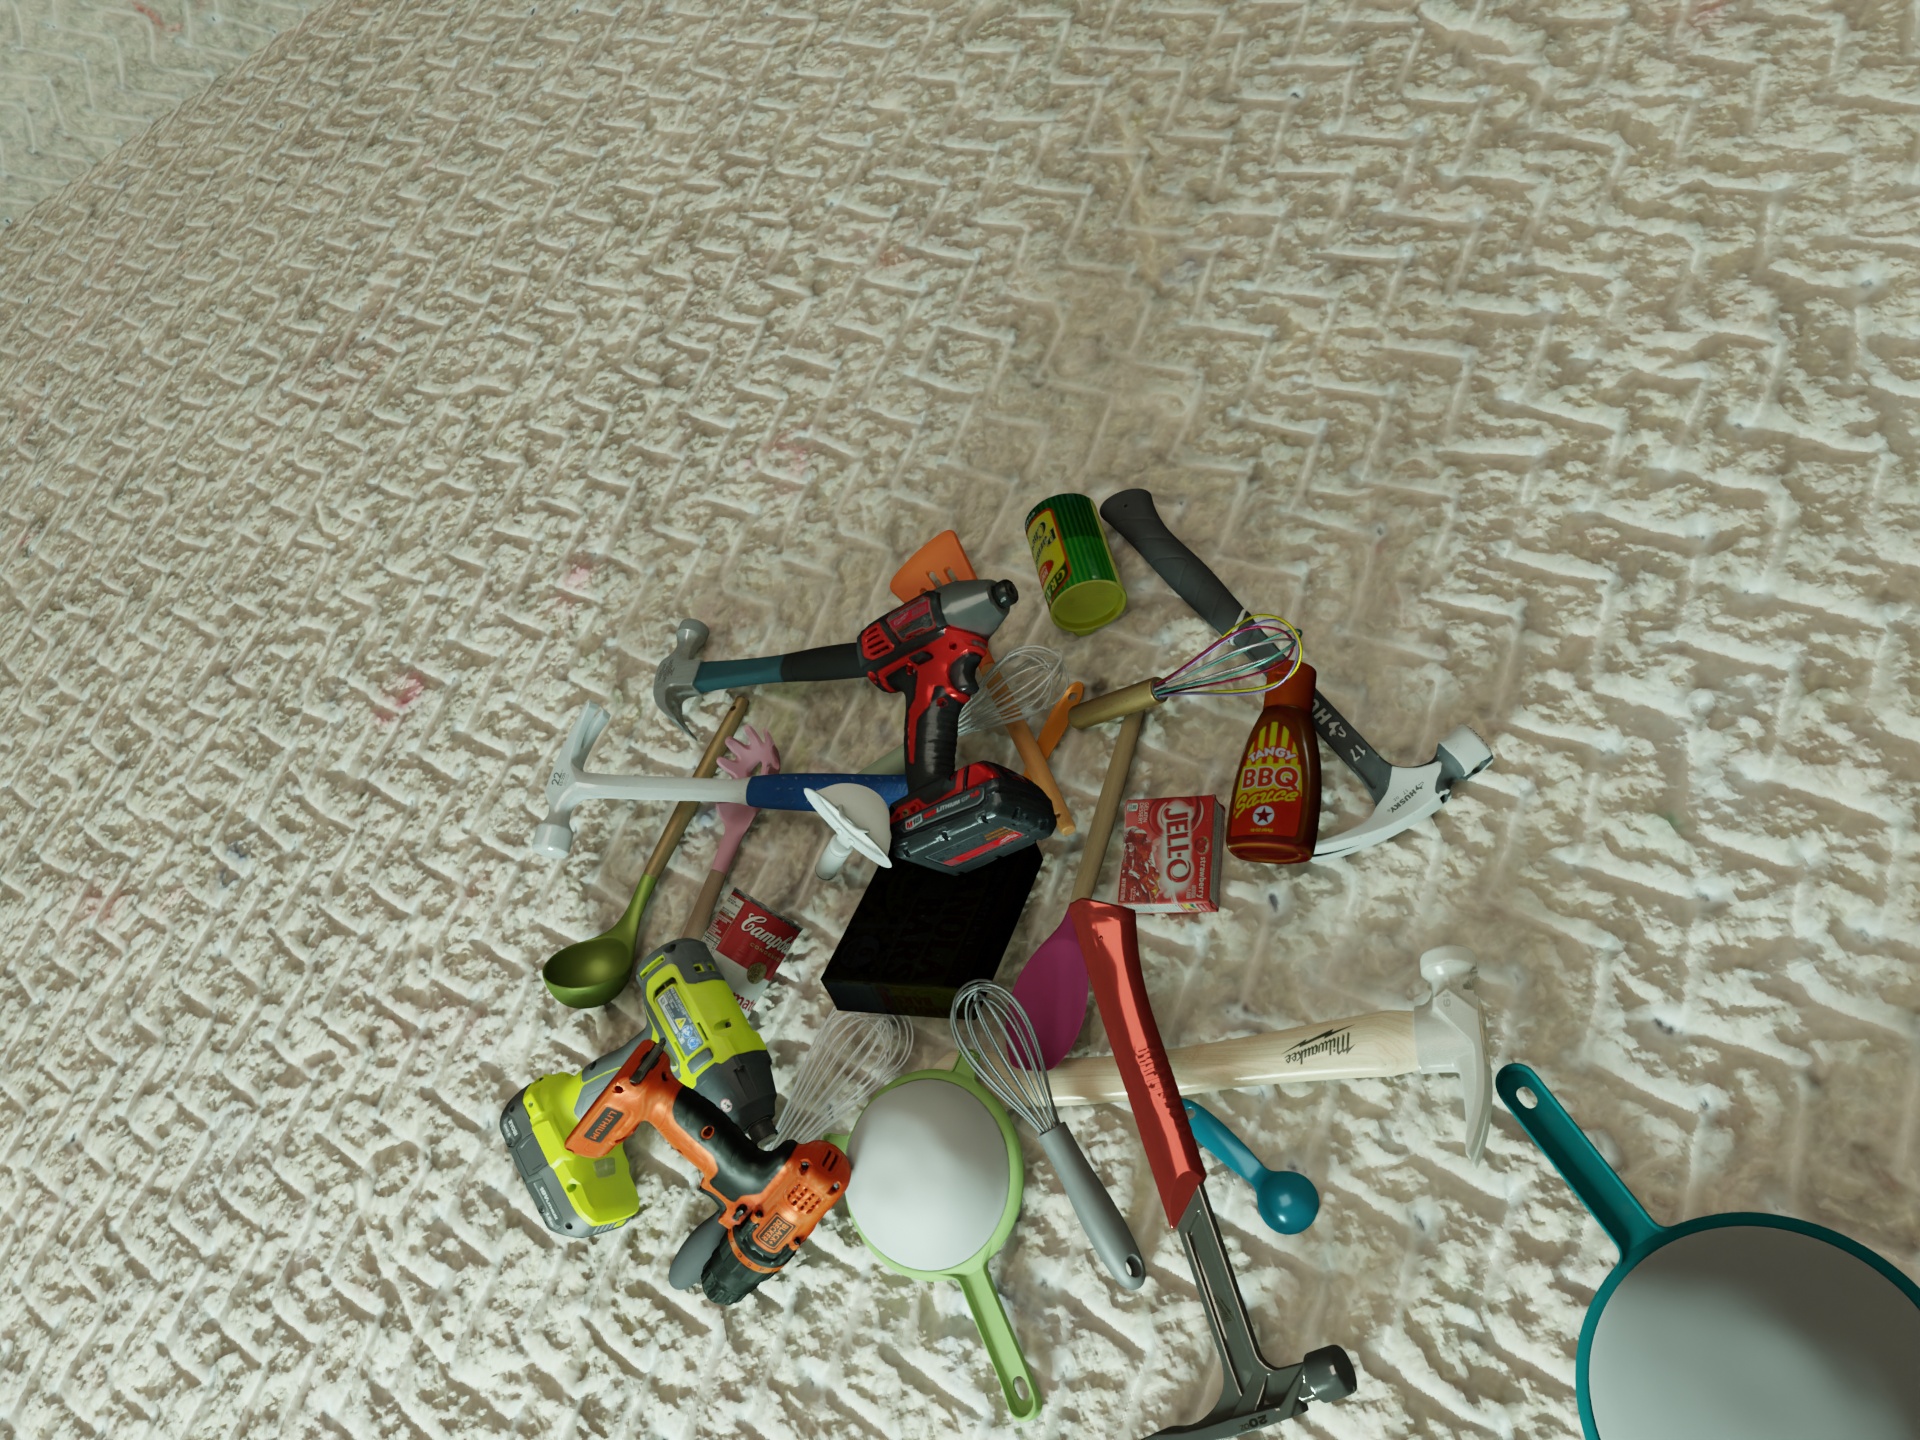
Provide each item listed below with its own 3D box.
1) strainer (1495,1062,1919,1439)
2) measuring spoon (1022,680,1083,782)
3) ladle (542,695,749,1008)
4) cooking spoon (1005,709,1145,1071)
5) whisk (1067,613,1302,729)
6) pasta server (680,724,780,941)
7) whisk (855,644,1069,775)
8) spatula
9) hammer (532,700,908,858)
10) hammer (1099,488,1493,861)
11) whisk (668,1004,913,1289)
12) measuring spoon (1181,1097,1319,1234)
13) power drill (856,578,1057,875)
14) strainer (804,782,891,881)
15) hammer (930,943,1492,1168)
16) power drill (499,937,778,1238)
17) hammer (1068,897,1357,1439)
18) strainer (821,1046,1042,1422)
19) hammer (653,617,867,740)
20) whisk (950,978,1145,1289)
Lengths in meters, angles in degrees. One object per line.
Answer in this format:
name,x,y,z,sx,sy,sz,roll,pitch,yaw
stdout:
strainer,0.419,0.330,0.916,0.211,0.095,0.341,-37,55,6
measuring spoon,0.075,0.018,1.323,0.021,0.011,0.117,16,70,36
ladle,-0.273,0.112,1.429,0.078,0.062,0.320,13,69,34
cooking spoon,0.098,0.120,1.226,0.069,0.017,0.319,-3,56,37
whisk,0.168,-0.033,1.225,0.245,0.047,0.051,-20,30,50
pasta server,-0.226,0.155,1.390,0.060,0.040,0.316,10,71,32
whisk,-0.009,0.008,1.322,0.246,0.057,0.059,-32,22,29
spatula,0.026,-0.030,1.346,0.081,0.041,0.323,-40,49,18
hammer,-0.189,0.055,1.375,0.405,0.035,0.144,0,68,25
hammer,0.230,-0.058,1.264,0.149,0.036,0.409,-40,53,5
whisk,-0.136,0.331,1.241,0.070,0.070,0.284,38,91,37
measuring spoon,0.191,0.302,1.098,0.042,0.021,0.129,-49,53,-3
power drill,-0.002,-0.004,1.235,0.143,0.078,0.220,-26,60,28
strainer,-0.092,0.093,1.246,0.087,0.258,0.050,42,69,2
hammer,0.161,0.255,1.123,0.410,0.038,0.146,-12,52,24
power drill,-0.249,0.304,1.258,0.223,0.080,0.171,-41,68,19
hammer,0.134,0.292,1.076,0.149,0.036,0.359,-28,65,22
strainer,-0.014,0.370,1.124,0.151,0.069,0.257,-35,61,17
hammer,-0.144,-0.050,1.432,0.331,0.033,0.128,-5,53,31
whisk,0.063,0.290,1.118,0.055,0.055,0.239,-33,77,9
